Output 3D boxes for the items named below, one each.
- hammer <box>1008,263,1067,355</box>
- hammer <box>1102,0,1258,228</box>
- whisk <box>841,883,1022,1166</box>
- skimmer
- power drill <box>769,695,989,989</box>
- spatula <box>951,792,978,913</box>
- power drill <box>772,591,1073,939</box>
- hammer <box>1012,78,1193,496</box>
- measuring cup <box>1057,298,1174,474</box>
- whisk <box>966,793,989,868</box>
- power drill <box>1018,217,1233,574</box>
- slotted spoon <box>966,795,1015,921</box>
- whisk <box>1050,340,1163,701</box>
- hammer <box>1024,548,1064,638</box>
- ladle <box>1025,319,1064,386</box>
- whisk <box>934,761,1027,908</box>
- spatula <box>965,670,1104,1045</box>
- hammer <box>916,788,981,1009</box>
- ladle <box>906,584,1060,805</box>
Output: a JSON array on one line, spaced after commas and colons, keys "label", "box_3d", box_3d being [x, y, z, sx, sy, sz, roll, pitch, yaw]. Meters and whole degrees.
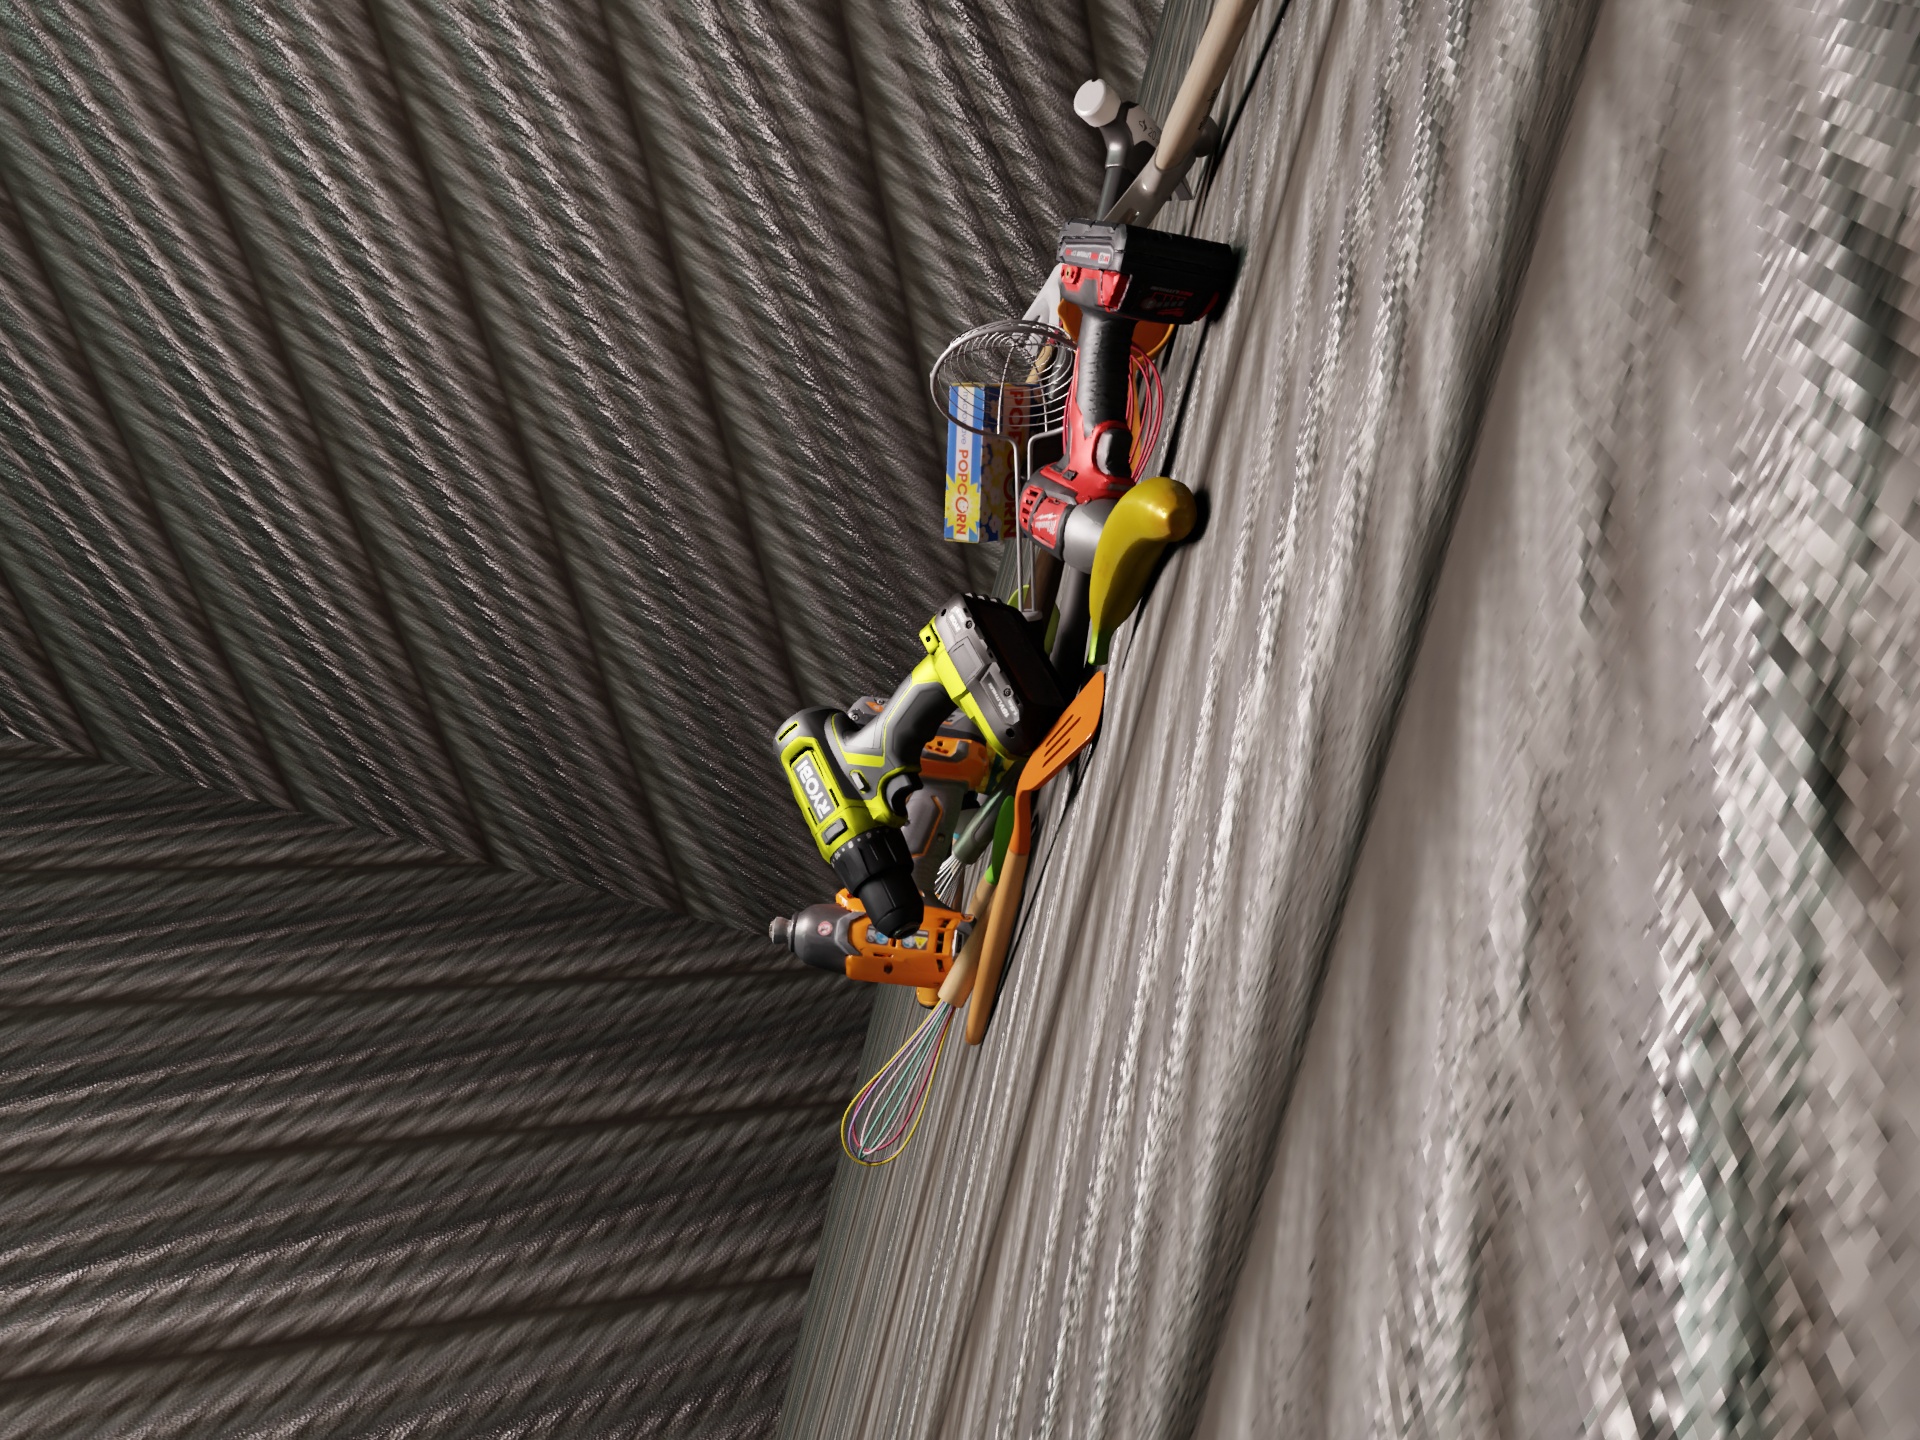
[{"label": "hammer", "box_3d": [0.089, -0.350, 1.587, 0.144, 0.035, 0.406, -55, 18, 36]}, {"label": "hammer", "box_3d": [0.185, -0.482, 1.074, 0.146, 0.038, 0.410, -55, -3, -22]}, {"label": "whisk", "box_3d": [-0.022, 0.230, 1.205, 0.245, 0.047, 0.051, -62, -27, 3]}, {"label": "skimmer", "box_3d": [0.048, -0.130, 1.232, 0.090, 0.127, 0.363, -77, -15, -67]}, {"label": "power drill", "box_3d": [-0.061, 0.099, 1.285, 0.084, 0.164, 0.227, 94, -178, -68]}, {"label": "spatula", "box_3d": [-0.011, 0.133, 1.585, 0.082, 0.044, 0.317, -38, -40, -52]}, {"label": "power drill", "box_3d": [-0.026, 0.033, 1.178, 0.228, 0.080, 0.191, -41, 64, 27]}, {"label": "hammer", "box_3d": [0.106, -0.329, 1.293, 0.146, 0.035, 0.335, 19, -95, -51]}, {"label": "measuring cup", "box_3d": [0.124, -0.269, 1.224, 0.052, 0.095, 0.173, -10, -83, -87]}, {"label": "whisk", "box_3d": [0.024, 0.077, 1.599, 0.238, 0.055, 0.055, 114, 172, -48]}, {"label": "power drill", "box_3d": [0.100, -0.203, 1.026, 0.143, 0.078, 0.219, -134, 51, -63]}, {"label": "slotted spoon", "box_3d": [0.026, 0.139, 1.363, 0.313, 0.031, 0.070, 106, 179, -68]}, {"label": "whisk", "box_3d": [0.095, -0.136, 1.163, 0.073, 0.073, 0.295, -81, -1, -70]}, {"label": "hammer", "box_3d": [0.081, -0.147, 1.425, 0.130, 0.031, 0.331, 130, 160, -57]}, {"label": "ladle", "box_3d": [0.069, -0.293, 1.352, 0.315, 0.031, 0.069, -64, -14, -5]}, {"label": "whisk", "box_3d": [-0.001, 0.122, 1.379, 0.246, 0.057, 0.059, -55, 21, 31]}, {"label": "spatula", "box_3d": [0.046, 0.112, 1.125, 0.081, 0.041, 0.322, -76, -2, -58]}, {"label": "hammer", "box_3d": [-0.022, 0.158, 1.528, 0.127, 0.034, 0.336, -114, 21, -43]}, {"label": "ladle", "box_3d": [-0.002, -0.005, 1.416, 0.320, 0.062, 0.078, -51, 9, -33]}]
